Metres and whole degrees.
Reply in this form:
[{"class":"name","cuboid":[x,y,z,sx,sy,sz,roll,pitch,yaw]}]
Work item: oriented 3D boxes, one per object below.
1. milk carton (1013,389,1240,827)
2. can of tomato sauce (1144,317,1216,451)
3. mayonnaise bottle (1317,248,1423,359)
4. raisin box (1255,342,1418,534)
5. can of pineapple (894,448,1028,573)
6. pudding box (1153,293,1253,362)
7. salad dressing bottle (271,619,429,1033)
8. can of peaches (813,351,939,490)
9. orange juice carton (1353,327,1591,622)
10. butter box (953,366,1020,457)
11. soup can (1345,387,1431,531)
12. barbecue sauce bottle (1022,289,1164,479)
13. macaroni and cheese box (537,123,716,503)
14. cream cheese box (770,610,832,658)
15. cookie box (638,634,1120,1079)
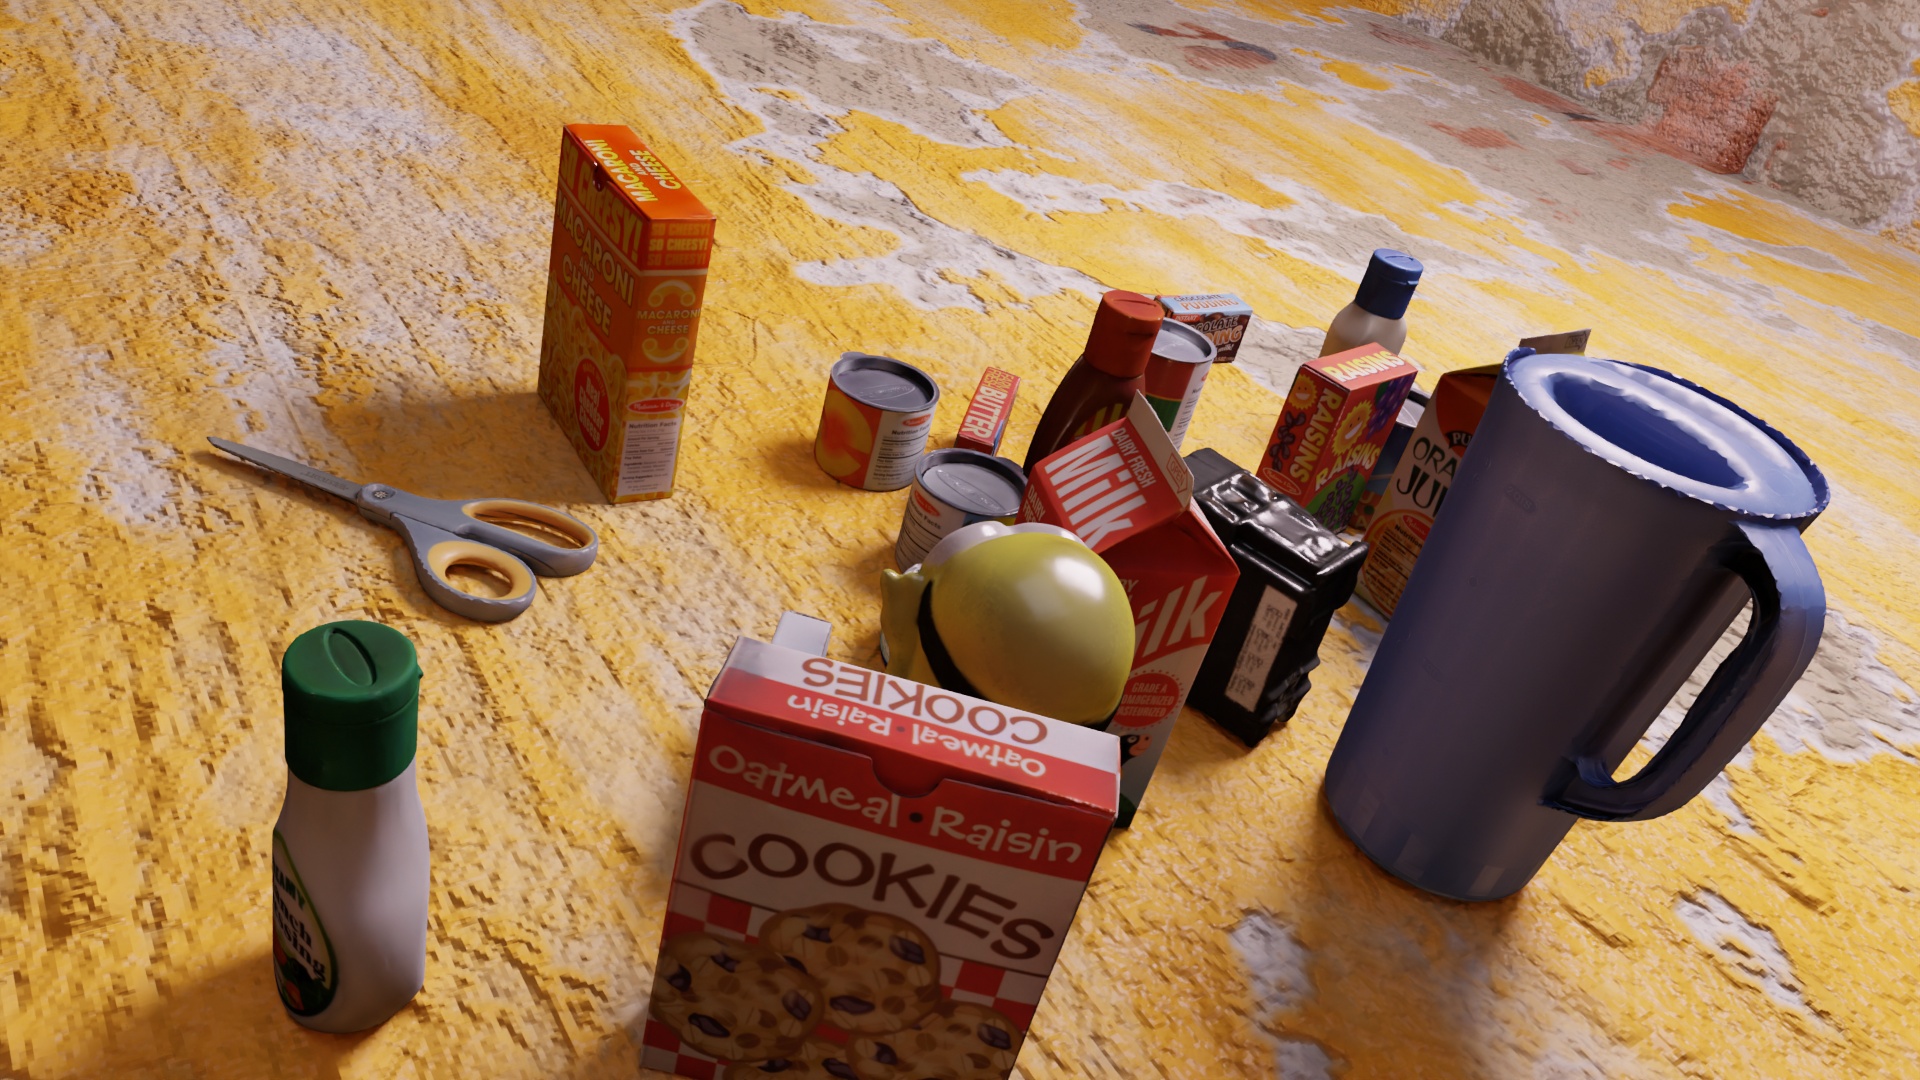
[{"class":"milk carton","cuboid":[0.059,0.033,0.599,0.073,0.189,0.072,4,34,-19]},{"class":"can of tomato sauce","cuboid":[0.125,-0.101,0.933,0.071,0.082,0.071,12,32,-7]},{"class":"mayonnaise bottle","cuboid":[0.284,-0.134,0.993,0.065,0.147,0.041,-9,40,-34]},{"class":"raisin box","cuboid":[0.229,-0.057,0.874,0.086,0.122,0.040,-17,45,-41]},{"class":"can of pineapple","cuboid":[0.003,-0.010,0.763,0.071,0.057,0.071,12,32,-7]},{"class":"pudding box","cuboid":[0.184,-0.166,1.089,0.084,0.049,0.030,-7,39,-32]},{"class":"salad dressing bottle","cuboid":[-0.193,0.092,0.438,0.044,0.146,0.064,-15,43,-39]},{"class":"can of peaches","cuboid":[-0.052,-0.072,0.834,0.071,0.057,0.071,12,32,-7]},{"class":"orange juice carton","cuboid":[0.305,-0.036,0.812,0.072,0.191,0.073,-10,40,-35]},{"class":"butter box","cuboid":[0.012,-0.062,0.852,0.024,0.052,0.104,18,32,2]},{"class":"soup can","cuboid":[0.281,-0.056,0.932,0.071,0.083,0.072,12,32,-7]},{"class":"barbecue sauce bottle","cuboid":[0.078,-0.071,0.806,0.065,0.147,0.044,2,35,-22]},{"class":"macaroni and cheese box","cuboid":[-0.185,-0.123,0.751,0.040,0.165,0.124,-9,40,-34]},{"class":"cream cheese box","cuboid":[-0.079,0.081,0.593,0.024,0.053,0.104,15,32,-3]},{"class":"cookie box","cuboid":[-0.031,0.120,0.449,0.123,0.166,0.040,15,32,-2]}]
